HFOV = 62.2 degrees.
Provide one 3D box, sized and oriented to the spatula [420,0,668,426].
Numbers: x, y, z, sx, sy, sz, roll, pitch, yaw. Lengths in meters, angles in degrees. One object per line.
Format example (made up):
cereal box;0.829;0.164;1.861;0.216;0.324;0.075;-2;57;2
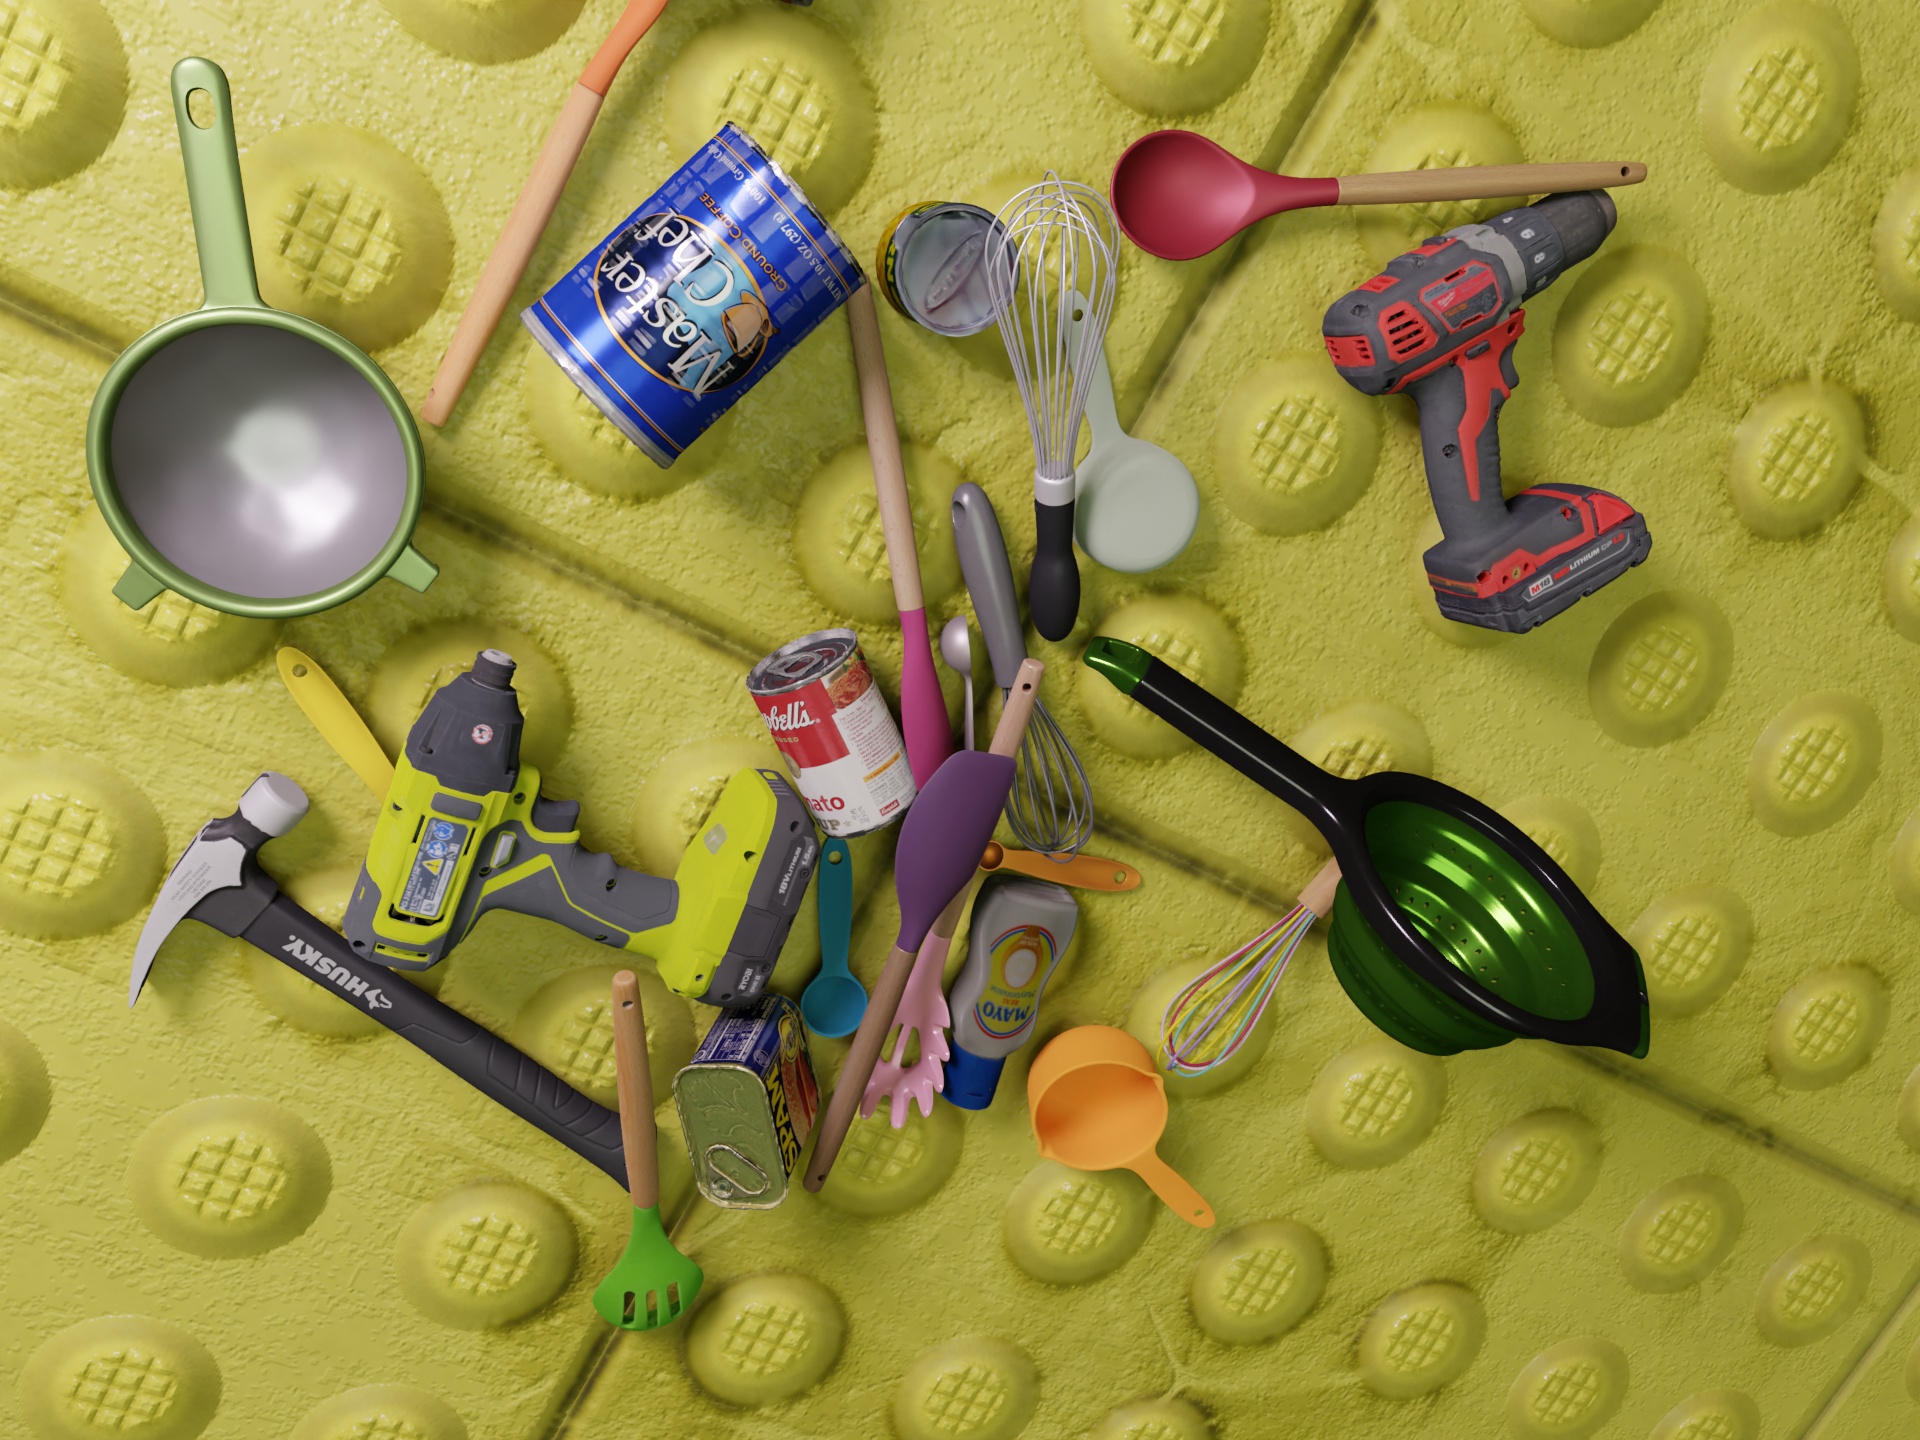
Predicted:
spatula;-0.199;-0.290;0.778;0.041;0.081;0.322;13;112;-52

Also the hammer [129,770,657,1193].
hammer;-0.309;0.180;0.917;0.146;0.035;0.334;-45;115;6

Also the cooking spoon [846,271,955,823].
cooking spoon;-0.031;-0.088;0.892;0.017;0.069;0.318;-5;106;18

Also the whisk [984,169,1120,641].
whisk;0.050;-0.155;0.852;0.070;0.070;0.284;-12;134;-10

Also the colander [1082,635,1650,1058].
colander;0.225;0.089;0.967;0.397;0.205;0.094;34;124;0

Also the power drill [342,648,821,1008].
power drill;-0.199;0.066;0.868;0.223;0.080;0.171;18;101;-28

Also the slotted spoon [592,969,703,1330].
slotted spoon;-0.189;0.266;0.936;0.070;0.031;0.313;-7;126;-16

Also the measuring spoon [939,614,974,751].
measuring spoon;-0.001;-0.003;0.941;0.018;0.034;0.124;-4;114;-3

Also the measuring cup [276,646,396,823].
measuring cup;-0.318;0.022;0.868;0.062;0.029;0.156;-32;110;-3

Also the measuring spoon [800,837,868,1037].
measuring spoon;-0.078;0.130;0.976;0.042;0.021;0.128;0;100;-9

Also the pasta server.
pasta server;-0.004;0.108;0.950;0.060;0.040;0.316;17;114;-3

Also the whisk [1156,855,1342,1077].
whisk;0.213;0.139;1.039;0.047;0.051;0.245;40;92;-17

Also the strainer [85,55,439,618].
strainer;-0.341;-0.180;0.767;0.151;0.069;0.256;-5;109;-11

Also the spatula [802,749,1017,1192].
spatula;-0.042;0.155;0.944;0.059;0.018;0.315;8;114;-29

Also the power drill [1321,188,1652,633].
power drill;0.329;-0.186;0.939;0.188;0.080;0.226;-30;109;-11

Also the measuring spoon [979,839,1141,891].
measuring spoon;0.061;0.092;1.001;0.116;0.011;0.021;11;94;-22

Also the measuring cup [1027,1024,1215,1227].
measuring cup;0.112;0.269;1.047;0.095;0.052;0.173;-37;115;12

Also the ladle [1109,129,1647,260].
ladle;0.233;-0.297;0.885;0.315;0.031;0.069;-5;101;-7

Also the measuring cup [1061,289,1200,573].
measuring cup;0.089;-0.161;0.902;0.083;0.038;0.167;-22;115;-7

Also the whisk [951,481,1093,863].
whisk;0.033;-0.024;0.933;0.055;0.055;0.238;-18;109;-8
